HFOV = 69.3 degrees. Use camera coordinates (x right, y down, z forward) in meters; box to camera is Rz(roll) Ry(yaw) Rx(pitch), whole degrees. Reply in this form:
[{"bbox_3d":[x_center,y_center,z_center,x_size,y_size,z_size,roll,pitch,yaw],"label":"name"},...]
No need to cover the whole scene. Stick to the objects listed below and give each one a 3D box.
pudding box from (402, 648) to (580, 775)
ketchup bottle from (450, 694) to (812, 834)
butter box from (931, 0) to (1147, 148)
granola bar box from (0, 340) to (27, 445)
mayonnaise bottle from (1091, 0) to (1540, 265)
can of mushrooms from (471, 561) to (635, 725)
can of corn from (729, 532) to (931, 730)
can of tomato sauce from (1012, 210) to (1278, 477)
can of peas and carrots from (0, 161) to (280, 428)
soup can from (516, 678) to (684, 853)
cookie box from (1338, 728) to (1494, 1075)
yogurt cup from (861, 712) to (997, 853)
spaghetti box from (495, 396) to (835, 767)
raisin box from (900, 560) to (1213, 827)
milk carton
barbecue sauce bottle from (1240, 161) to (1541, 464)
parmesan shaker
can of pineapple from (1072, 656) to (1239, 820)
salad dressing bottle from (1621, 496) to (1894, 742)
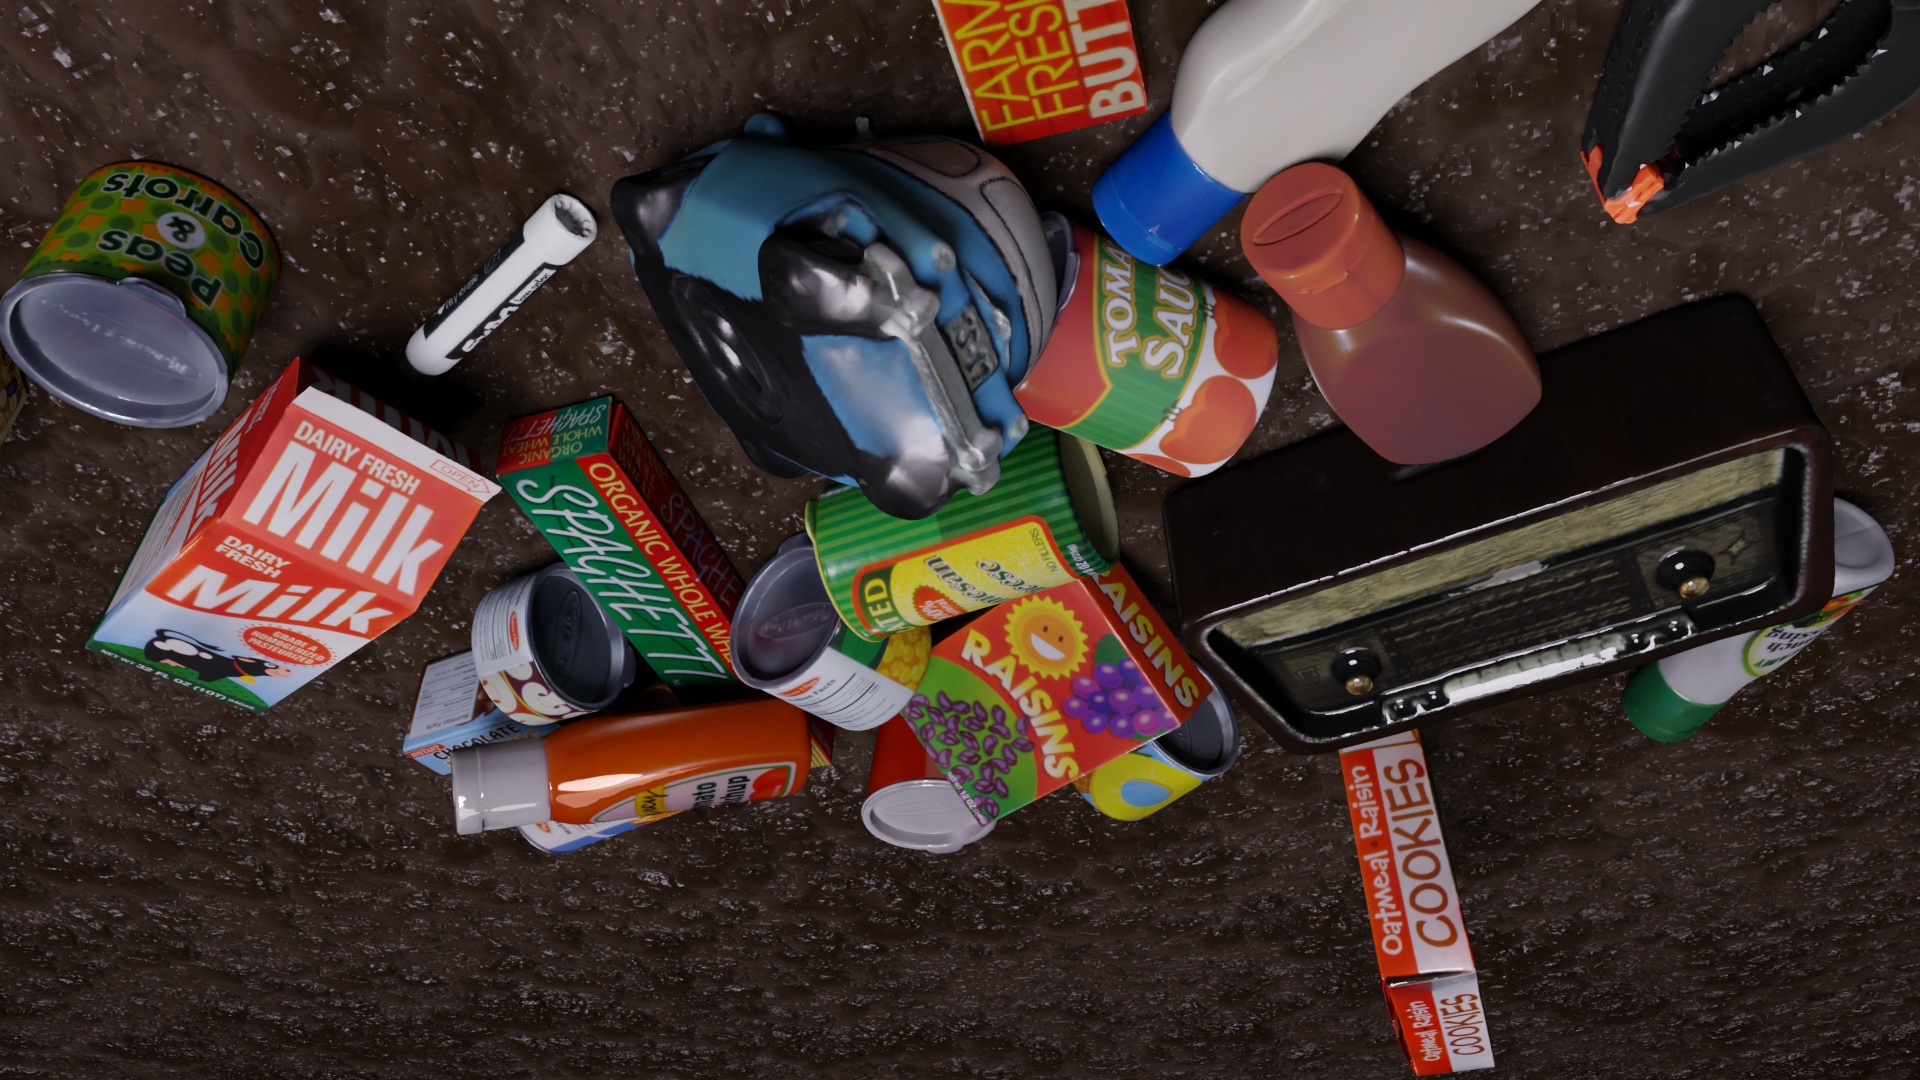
[{"bbox_3d":[-0.217,0.075,0.652,0.083,0.050,0.030,-18,139,20],"label":"pudding box"},{"bbox_3d":[-0.143,0.098,0.608,0.149,0.044,0.064,-5,154,-21],"label":"ketchup bottle"},{"bbox_3d":[0.017,-0.160,0.382,0.053,0.024,0.103,-11,140,14],"label":"butter box"},{"bbox_3d":[-0.349,-0.059,0.426,0.039,0.125,0.164,12,140,-12],"label":"granola bar box"},{"bbox_3d":[0.098,-0.138,0.398,0.065,0.041,0.147,22,138,-30],"label":"mayonnaise bottle"},{"bbox_3d":[-0.176,0.046,0.604,0.033,0.071,0.071,-17,138,21],"label":"can of mushrooms"},{"bbox_3d":[-0.055,0.040,0.597,0.071,0.071,0.058,-26,140,29],"label":"can of corn"},{"bbox_3d":[0.055,-0.065,0.466,0.083,0.071,0.071,19,137,-23],"label":"can of tomato sauce"},{"bbox_3d":[-0.263,-0.081,0.451,0.071,0.059,0.070,-1,141,0],"label":"can of peas and carrots"},{"bbox_3d":[-0.171,0.110,0.686,0.083,0.072,0.071,-23,136,24],"label":"soup can"},{"bbox_3d":[0.207,0.145,0.647,0.040,0.168,0.122,-13,139,16],"label":"cookie box"},{"bbox_3d":[-0.015,0.117,0.701,0.072,0.054,0.072,0,141,0],"label":"yogurt cup"},{"bbox_3d":[-0.121,0.033,0.617,0.050,0.029,0.249,-11,140,11],"label":"spaghetti box"},{"bbox_3d":[0.036,0.064,0.615,0.123,0.040,0.086,-35,89,36],"label":"raisin box"},{"bbox_3d":[-0.247,-0.003,0.517,0.072,0.074,0.190,32,140,-33],"label":"milk carton"},{"bbox_3d":[0.138,-0.070,0.449,0.064,0.044,0.148,-26,150,27],"label":"barbecue sauce bottle"},{"bbox_3d":[0.002,-0.007,0.537,0.103,0.072,0.071,-18,138,20],"label":"parmesan shaker"},{"bbox_3d":[0.088,0.092,0.662,0.071,0.071,0.057,23,136,-26],"label":"can of pineapple"},{"bbox_3d":[0.344,0.040,0.614,0.064,0.044,0.146,-15,148,-16],"label":"salad dressing bottle"}]
